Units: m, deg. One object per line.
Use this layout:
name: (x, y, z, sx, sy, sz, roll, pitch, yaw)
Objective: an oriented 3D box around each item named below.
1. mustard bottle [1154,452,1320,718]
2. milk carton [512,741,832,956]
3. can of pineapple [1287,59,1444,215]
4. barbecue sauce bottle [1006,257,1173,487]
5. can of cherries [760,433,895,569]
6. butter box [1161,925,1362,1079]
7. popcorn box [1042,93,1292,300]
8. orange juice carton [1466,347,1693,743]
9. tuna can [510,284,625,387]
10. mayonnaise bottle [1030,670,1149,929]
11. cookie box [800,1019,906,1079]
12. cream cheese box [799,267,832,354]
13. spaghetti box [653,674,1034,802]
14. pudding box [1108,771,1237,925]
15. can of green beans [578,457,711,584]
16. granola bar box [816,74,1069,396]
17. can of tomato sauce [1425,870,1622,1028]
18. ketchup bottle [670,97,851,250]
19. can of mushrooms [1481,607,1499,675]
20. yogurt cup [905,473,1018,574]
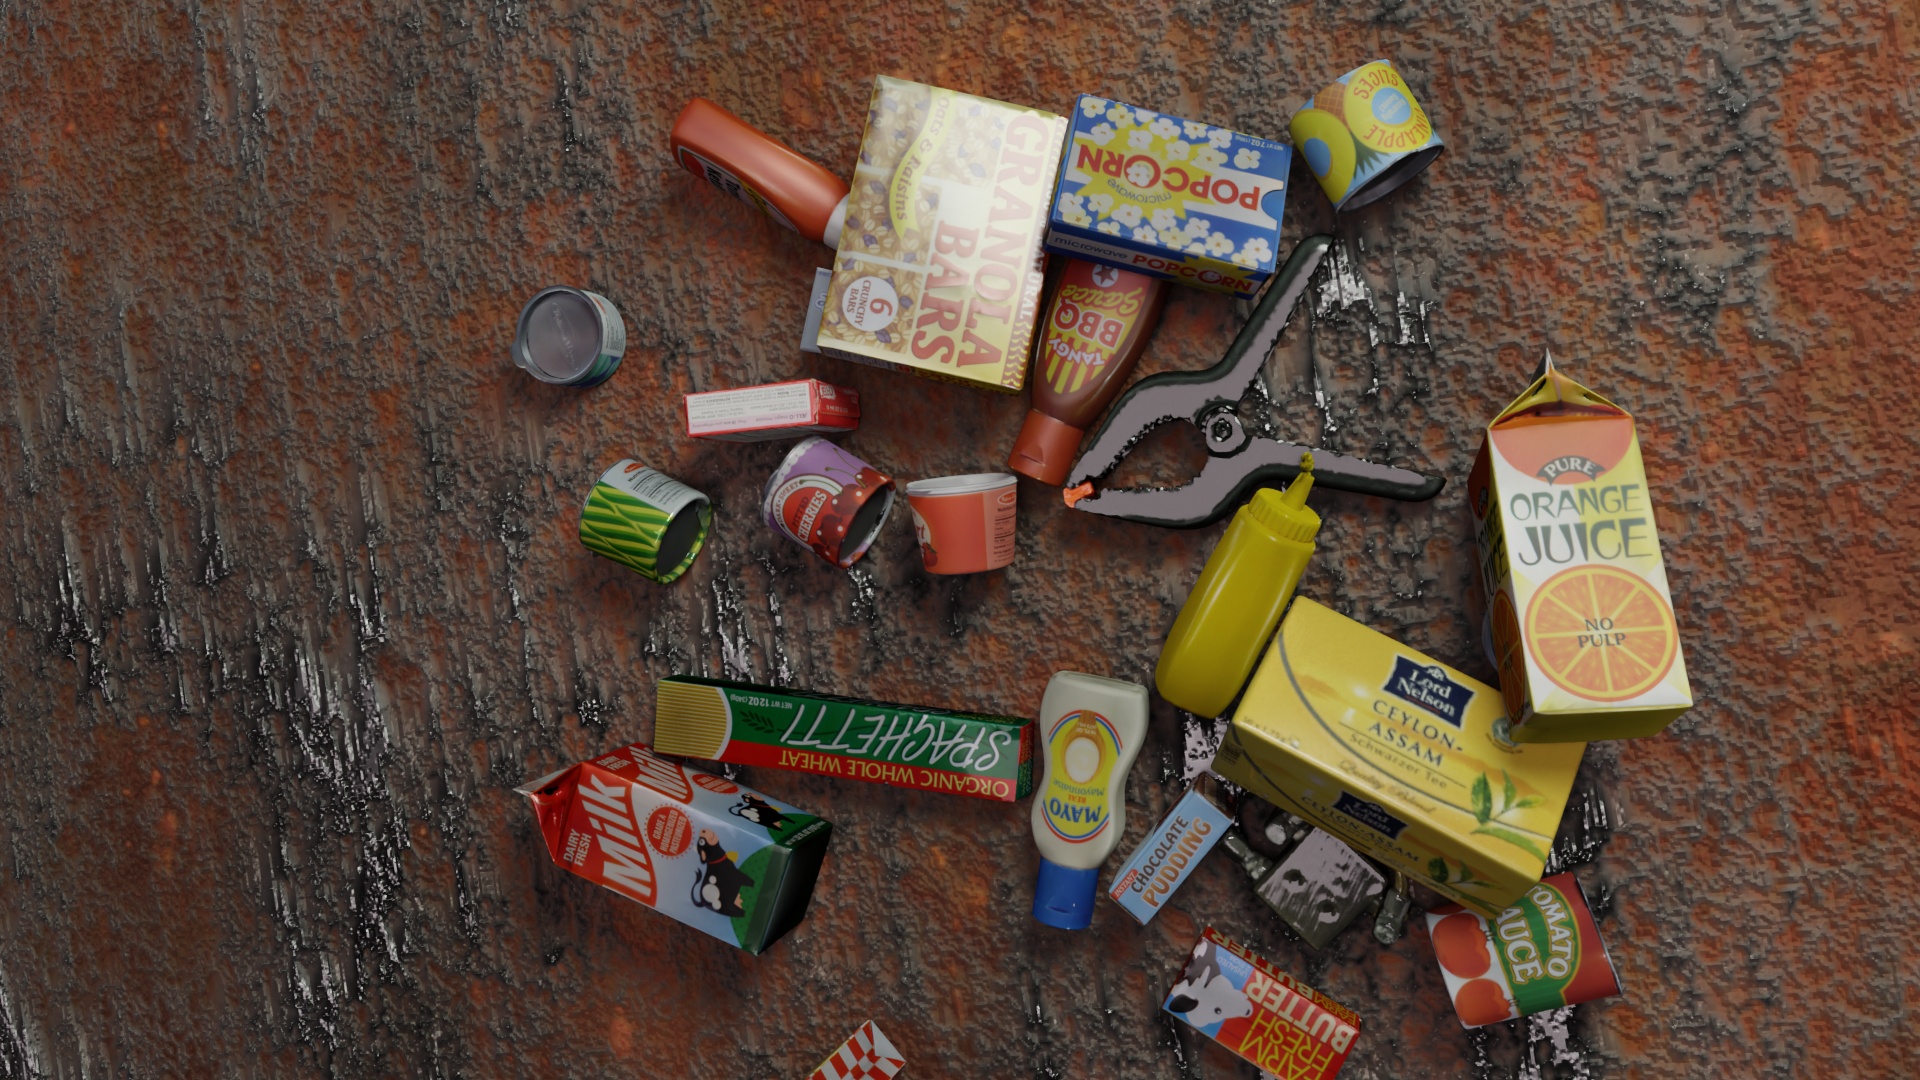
mustard bottle: (0.162, 0.023, 0.779, 0.049, 0.065, 0.159, 25, 113, 0)
milk carton: (-0.188, 0.187, 0.892, 0.191, 0.072, 0.073, 20, 97, 15)
can of pineapple: (0.224, -0.223, 0.769, 0.071, 0.071, 0.058, -31, 83, 15)
barbecue sauce bottle: (0.072, -0.106, 0.827, 0.065, 0.044, 0.148, 25, 98, 20)
can of cherries: (-0.082, -0.023, 0.859, 0.058, 0.071, 0.071, 31, 99, 13)
butter box: (0.176, 0.277, 0.814, 0.103, 0.024, 0.053, 28, 99, 14)
popcorn box: (0.116, -0.193, 0.784, 0.127, 0.038, 0.085, 13, 70, -2)
orange juice carton: (0.311, 0.002, 0.715, 0.073, 0.071, 0.193, -5, 69, 10)
tuna can: (-0.262, -0.134, 0.928, 0.071, 0.033, 0.071, 0, 91, 16)
mayonnaise bottle: (0.072, 0.156, 0.833, 0.065, 0.041, 0.148, 9, 93, 14)
cookie box: (-0.122, 0.378, 0.850, 0.167, 0.123, 0.040, -45, 79, 12)
cream cheese box: (-0.046, -0.136, 0.871, 0.104, 0.024, 0.053, 12, 95, 15)
spaghetti box: (-0.077, 0.124, 0.882, 0.250, 0.029, 0.050, 5, 93, 16)
pudding box: (0.125, 0.179, 0.814, 0.030, 0.050, 0.083, 39, 101, 10)
can of green beans: (-0.202, -0.012, 0.896, 0.058, 0.071, 0.071, 25, 98, 14)
granola bar box: (-0.007, -0.179, 0.826, 0.124, 0.039, 0.165, 12, 86, -1)
can of tomato sauce: (0.303, 0.222, 0.753, 0.083, 0.071, 0.071, -20, 86, 16)
ketchup bottle: (-0.107, -0.221, 0.870, 0.149, 0.064, 0.043, 31, 86, 5)
can of mushrooms: (0.324, 0.053, 0.763, 0.071, 0.033, 0.071, 0, 90, 16)
yogurt cup: (0.003, -0.011, 0.840, 0.072, 0.072, 0.054, -3, 98, 16)
